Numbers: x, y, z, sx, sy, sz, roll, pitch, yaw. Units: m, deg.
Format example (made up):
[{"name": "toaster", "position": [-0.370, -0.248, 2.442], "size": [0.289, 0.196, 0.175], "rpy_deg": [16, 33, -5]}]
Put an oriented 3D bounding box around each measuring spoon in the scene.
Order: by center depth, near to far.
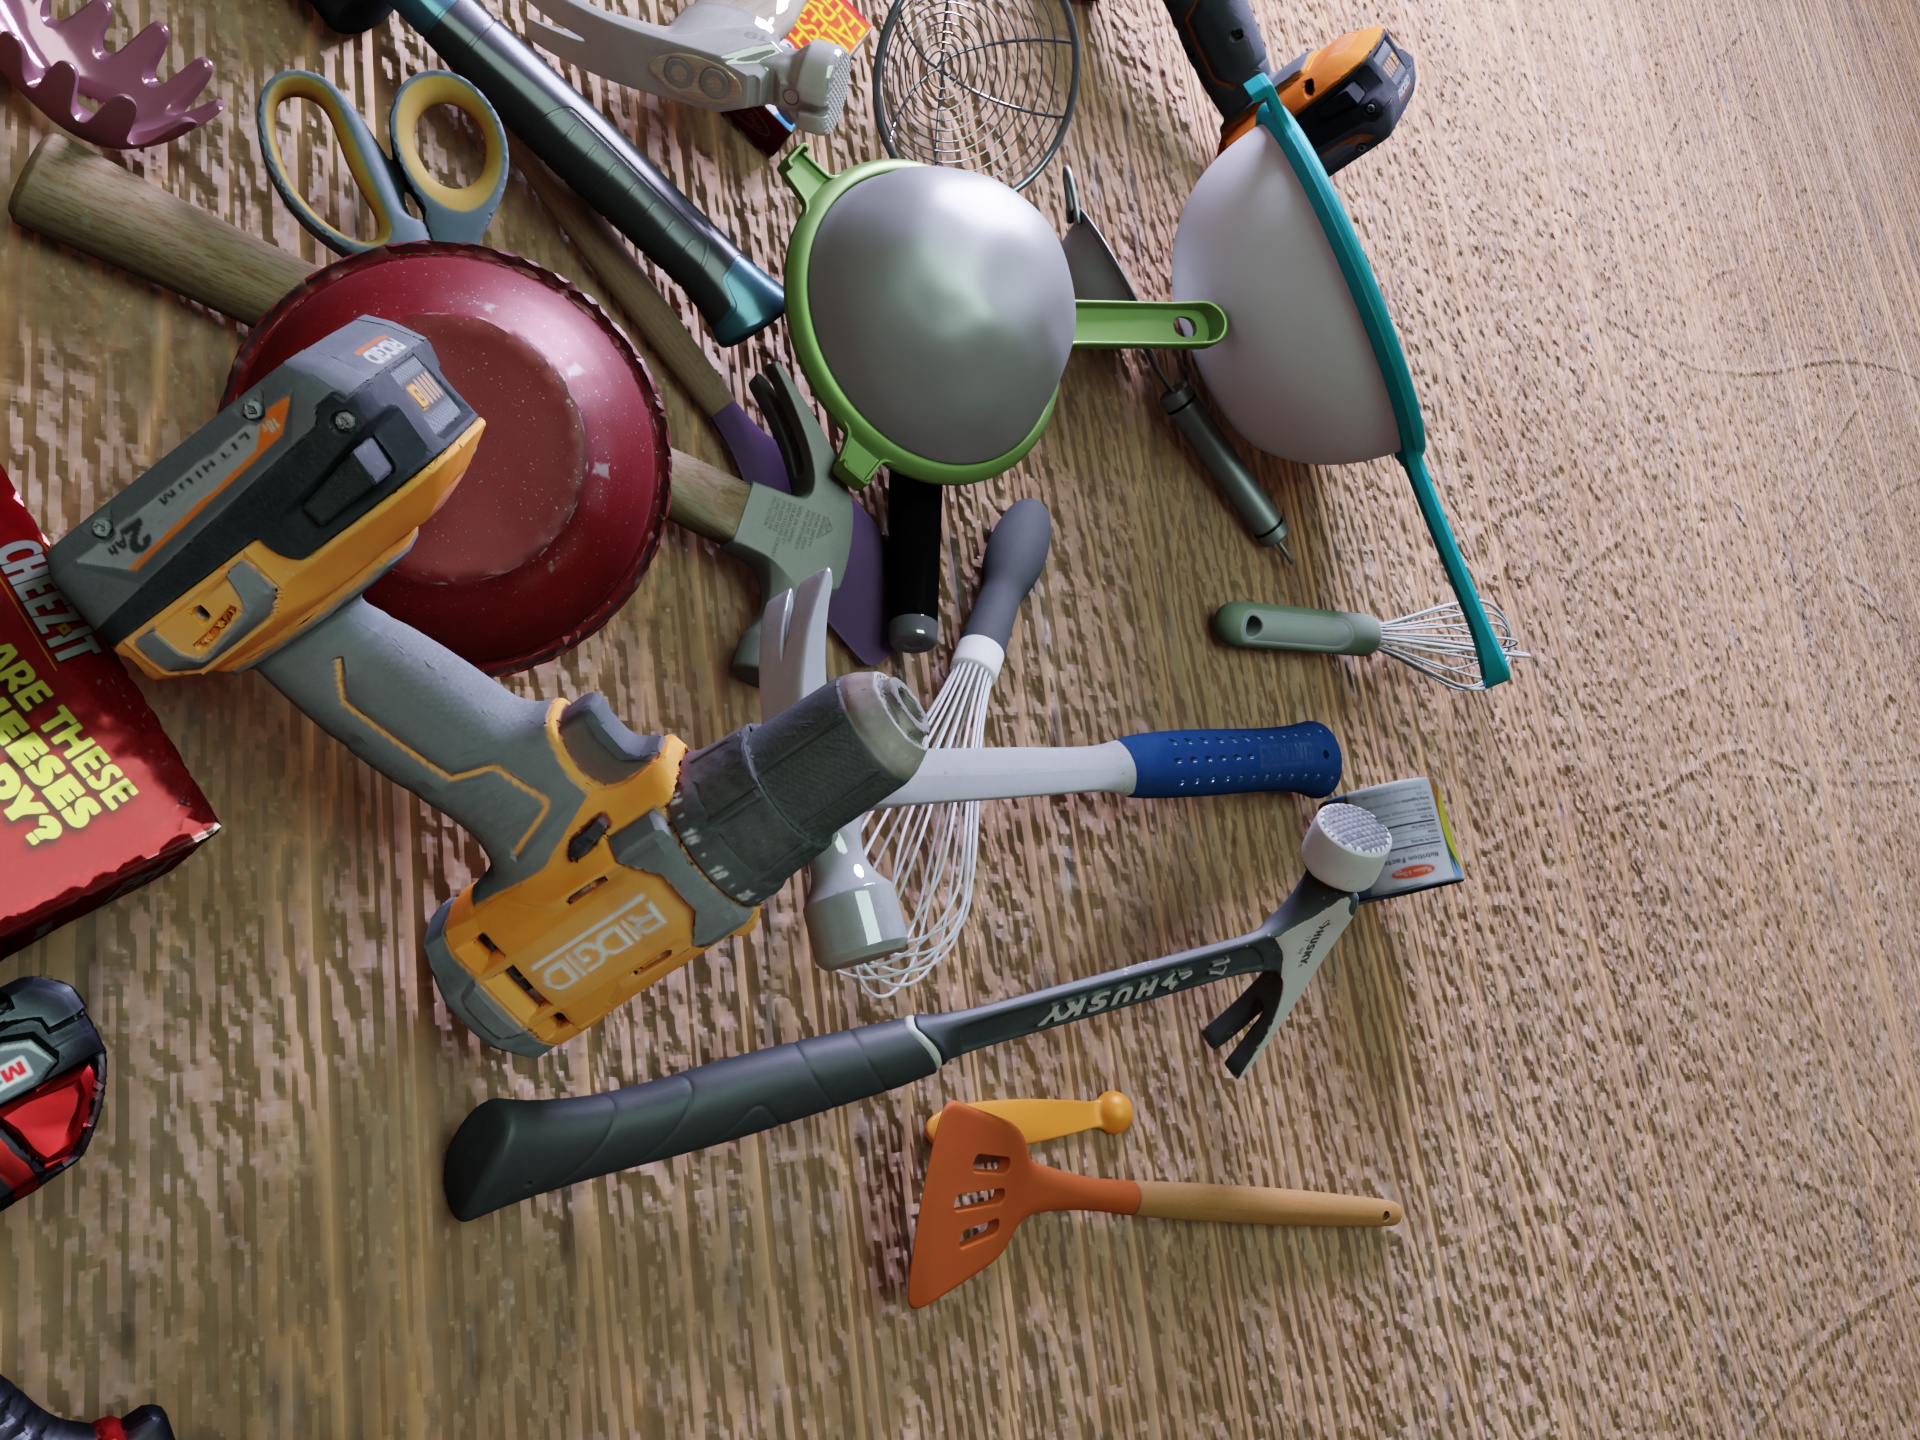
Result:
[{"name": "measuring spoon", "position": [0.034, 0.176, 0.702], "size": [0.116, 0.011, 0.021], "rpy_deg": [5, 70, -37]}]

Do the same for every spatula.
[{"name": "spatula", "position": [-0.120, -0.160, 0.704], "size": [0.315, 0.018, 0.060], "rpy_deg": [53, 48, -11]}, {"name": "spatula", "position": [0.100, 0.220, 0.718], "size": [0.322, 0.041, 0.081], "rpy_deg": [15, 83, -35]}]

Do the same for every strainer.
[{"name": "strainer", "position": [0.044, -0.191, 0.730], "size": [0.256, 0.069, 0.151], "rpy_deg": [-9, 88, -35]}, {"name": "strainer", "position": [0.197, -0.164, 0.879], "size": [0.211, 0.095, 0.340], "rpy_deg": [-2, 70, -77]}, {"name": "strainer", "position": [0.114, -0.184, 0.883], "size": [0.258, 0.050, 0.087], "rpy_deg": [50, 7, -18]}]

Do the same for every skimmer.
[{"name": "skimmer", "position": [0.005, -0.209, 0.766], "size": [0.127, 0.090, 0.364], "rpy_deg": [25, 58, -43]}]

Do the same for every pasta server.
[{"name": "pasta server", "position": [-0.396, -0.303, 0.530], "size": [0.316, 0.040, 0.060], "rpy_deg": [40, 32, -18]}]

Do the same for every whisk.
[{"name": "whisk", "position": [-0.001, -0.003, 0.715], "size": [0.070, 0.070, 0.285], "rpy_deg": [37, 50, -22]}, {"name": "whisk", "position": [0.243, -0.049, 0.930], "size": [0.246, 0.059, 0.058], "rpy_deg": [2, 100, -33]}]

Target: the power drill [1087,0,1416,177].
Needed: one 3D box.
[{"name": "power drill", "position": [0.168, -0.430, 0.937], "size": [0.226, 0.164, 0.084], "rpy_deg": [46, 50, -18]}]

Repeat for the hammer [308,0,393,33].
[{"name": "hammer", "position": [-0.358, -0.369, 0.578], "size": [0.334, 0.035, 0.146], "rpy_deg": [29, 48, -30]}]

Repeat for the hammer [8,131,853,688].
[{"name": "hammer", "position": [-0.187, -0.131, 0.624], "size": [0.331, 0.031, 0.130], "rpy_deg": [25, 70, -27]}]

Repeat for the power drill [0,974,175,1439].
[{"name": "power drill", "position": [-0.249, 0.189, 0.438], "size": [0.143, 0.078, 0.219], "rpy_deg": [-31, 96, -41]}]

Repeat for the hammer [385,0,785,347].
[{"name": "hammer", "position": [-0.196, -0.271, 0.637], "size": [0.330, 0.033, 0.128], "rpy_deg": [41, 55, -26]}]

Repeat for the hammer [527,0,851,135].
[{"name": "hammer", "position": [-0.073, -0.433, 0.813], "size": [0.146, 0.038, 0.411], "rpy_deg": [17, 52, 3]}]

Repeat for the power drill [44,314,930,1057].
[{"name": "power drill", "position": [-0.136, -0.015, 0.501], "size": [0.226, 0.185, 0.084], "rpy_deg": [53, 14, -21]}]

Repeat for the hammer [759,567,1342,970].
[{"name": "hammer", "position": [0.065, 0.016, 0.715], "size": [0.405, 0.035, 0.144], "rpy_deg": [0, 71, -51]}]

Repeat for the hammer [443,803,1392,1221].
[{"name": "hammer", "position": [0.000, 0.128, 0.643], "size": [0.408, 0.149, 0.036], "rpy_deg": [-9, 42, -31]}]
